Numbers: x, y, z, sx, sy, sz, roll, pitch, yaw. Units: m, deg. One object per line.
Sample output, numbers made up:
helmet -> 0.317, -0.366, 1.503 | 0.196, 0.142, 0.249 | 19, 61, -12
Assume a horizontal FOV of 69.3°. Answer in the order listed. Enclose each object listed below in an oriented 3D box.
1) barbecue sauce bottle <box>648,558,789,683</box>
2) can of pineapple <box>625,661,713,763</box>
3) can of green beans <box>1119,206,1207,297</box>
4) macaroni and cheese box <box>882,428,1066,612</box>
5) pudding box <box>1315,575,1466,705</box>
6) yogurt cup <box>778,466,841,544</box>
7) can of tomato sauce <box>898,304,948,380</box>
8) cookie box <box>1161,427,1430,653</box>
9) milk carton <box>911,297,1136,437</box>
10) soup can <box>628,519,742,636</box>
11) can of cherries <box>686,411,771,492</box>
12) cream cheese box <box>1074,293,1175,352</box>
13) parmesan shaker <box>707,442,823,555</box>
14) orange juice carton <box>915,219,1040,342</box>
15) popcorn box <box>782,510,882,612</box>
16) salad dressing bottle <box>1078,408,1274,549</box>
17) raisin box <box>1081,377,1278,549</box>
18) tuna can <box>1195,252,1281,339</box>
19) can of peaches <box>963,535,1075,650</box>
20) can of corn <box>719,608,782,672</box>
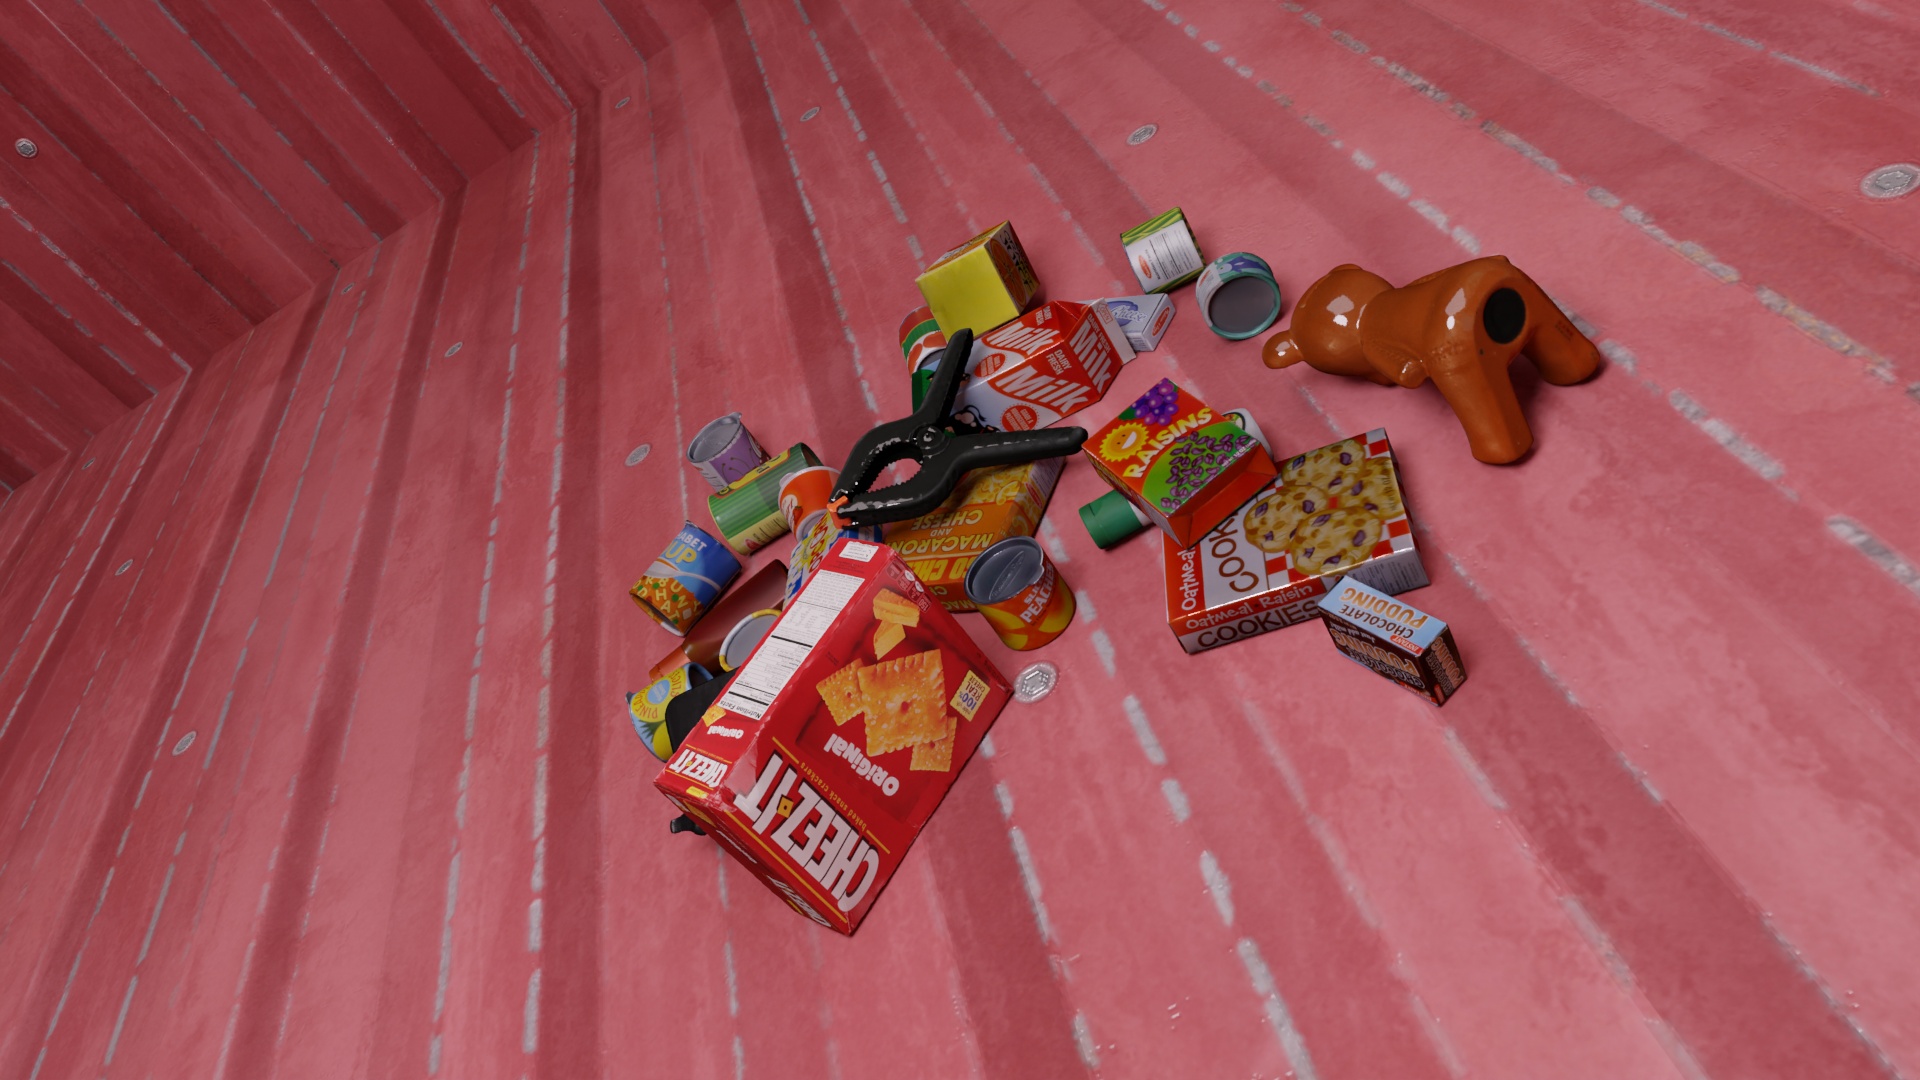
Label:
barbecue sauce bottle -> -0.202, 0.081, 1.207 | 0.148, 0.043, 0.065 | -38, 35, -2
can of pineapple -> -0.231, 0.140, 1.141 | 0.058, 0.070, 0.071 | -30, 36, 8
can of green beans -> 0.184, -0.259, 1.252 | 0.058, 0.071, 0.071 | -24, 37, 17
macaroni and cheese box -> 0.004, -0.014, 1.146 | 0.123, 0.040, 0.167 | -6, 45, 37
pudding box -> 0.260, 0.060, 0.840 | 0.030, 0.049, 0.084 | -42, 36, -11
yogurt cup -> -0.126, -0.025, 1.248 | 0.072, 0.072, 0.054 | -31, 44, 8
can of tomato sauce -> -0.022, -0.177, 1.332 | 0.071, 0.071, 0.083 | -30, 36, 10
cookie box -> 0.222, 0.001, 0.948 | 0.167, 0.040, 0.123 | -19, 39, 21
milk carton -> 0.055, -0.145, 1.224 | 0.190, 0.072, 0.074 | -25, 37, 16
soup can -> -0.256, 0.035, 1.280 | 0.071, 0.071, 0.084 | 14, 59, 48
can of cherries -> -0.232, -0.086, 1.410 | 0.071, 0.058, 0.072 | -24, 37, 19
cream cheese box -> 0.137, -0.194, 1.252 | 0.104, 0.024, 0.053 | 3, 50, 42
parmesan shaker -> -0.175, -0.039, 1.305 | 0.103, 0.071, 0.071 | -31, 36, 7
orange juice carton -> 0.023, -0.248, 1.312 | 0.073, 0.071, 0.193 | -24, 15, 19
popcorn box -> -0.105, 0.016, 1.162 | 0.085, 0.038, 0.127 | -48, 18, 16
salad dressing bottle -> 0.161, -0.044, 1.045 | 0.147, 0.044, 0.064 | -30, 37, 9
raisin box -> 0.155, -0.058, 0.996 | 0.086, 0.040, 0.124 | -40, 38, -2
tuna can -> 0.232, -0.201, 1.148 | 0.071, 0.071, 0.033 | -25, 38, 16
can of peaches -> 0.046, 0.040, 1.034 | 0.071, 0.058, 0.071 | -22, 37, 18
can of corn -> -0.152, 0.098, 1.133 | 0.071, 0.058, 0.071 | -23, 38, 19
